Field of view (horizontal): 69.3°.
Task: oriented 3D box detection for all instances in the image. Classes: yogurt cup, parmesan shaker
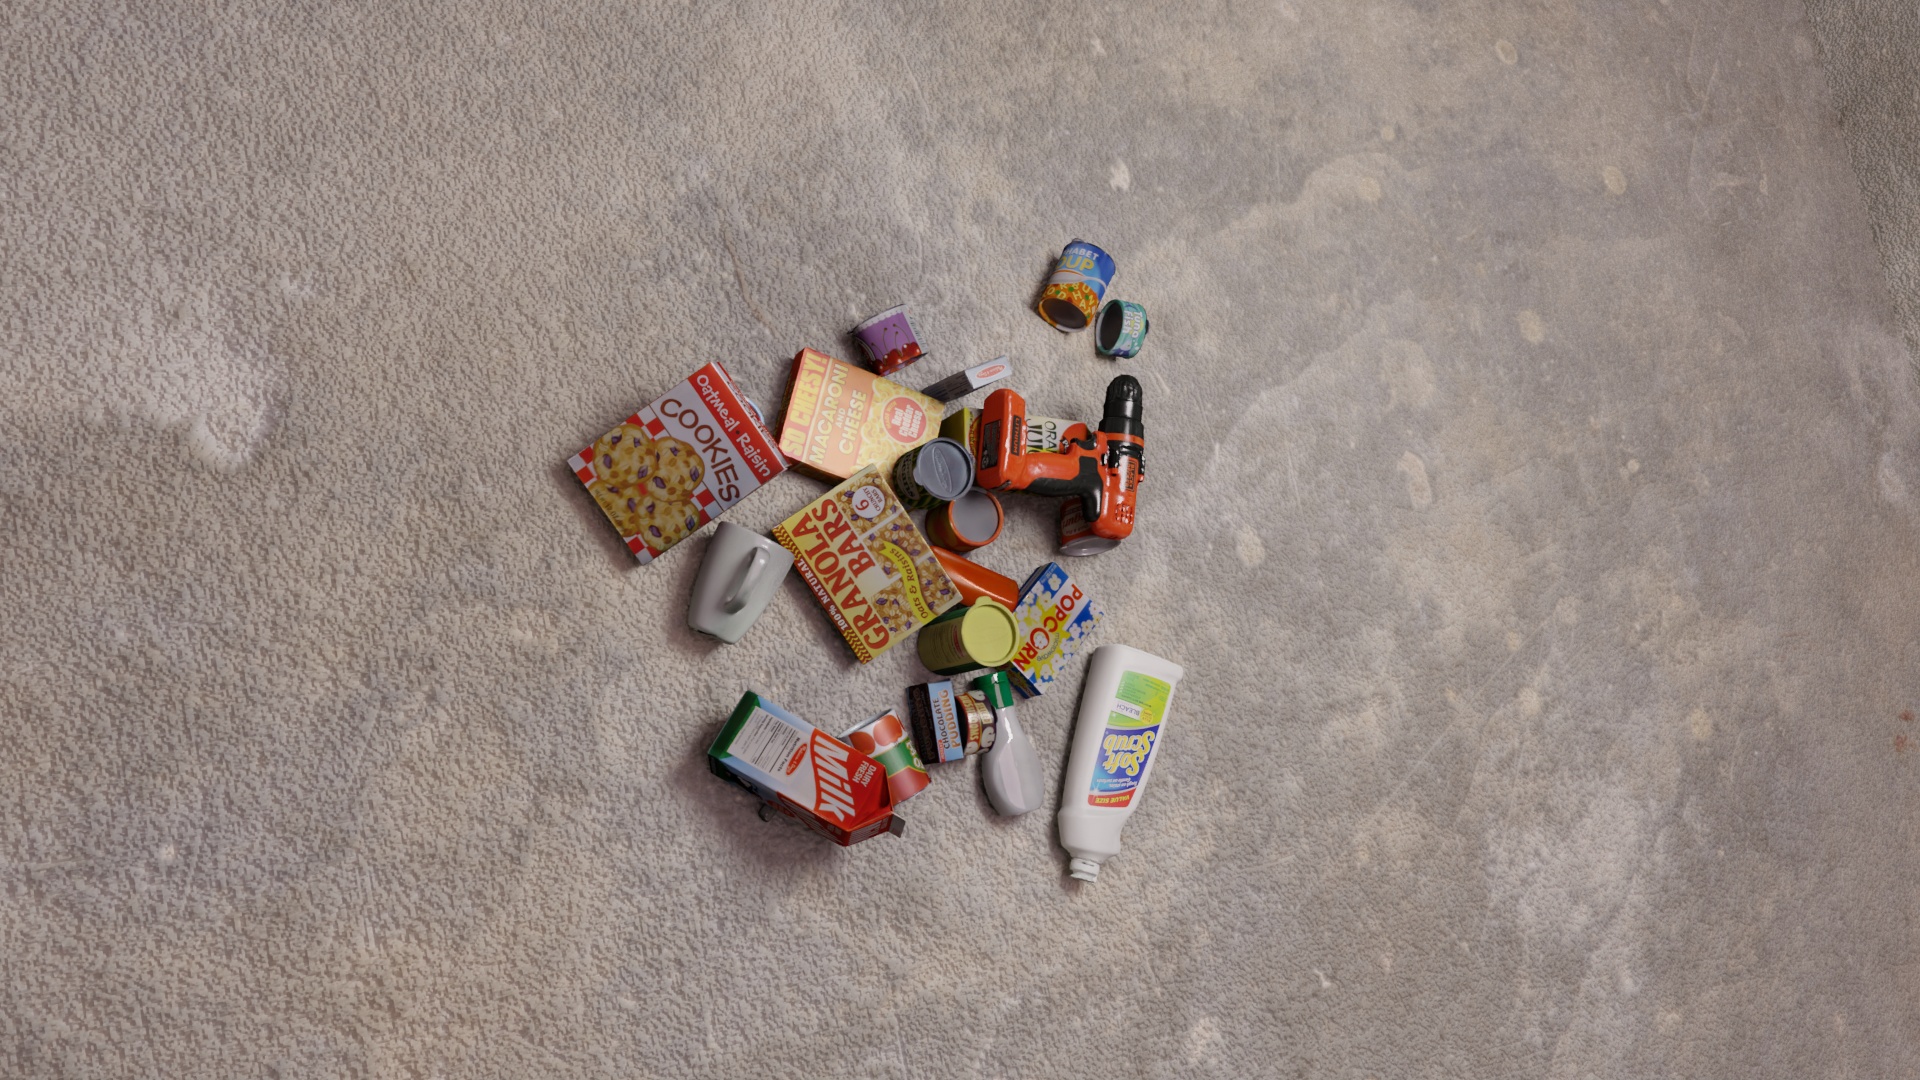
[{"bbox_3d":[0.142,-0.017,1.551,0.072,0.072,0.054,0,71,-28],"label":"yogurt cup"},{"bbox_3d":[0.007,0.099,1.429,0.071,0.103,0.071,6,77,-27],"label":"parmesan shaker"}]

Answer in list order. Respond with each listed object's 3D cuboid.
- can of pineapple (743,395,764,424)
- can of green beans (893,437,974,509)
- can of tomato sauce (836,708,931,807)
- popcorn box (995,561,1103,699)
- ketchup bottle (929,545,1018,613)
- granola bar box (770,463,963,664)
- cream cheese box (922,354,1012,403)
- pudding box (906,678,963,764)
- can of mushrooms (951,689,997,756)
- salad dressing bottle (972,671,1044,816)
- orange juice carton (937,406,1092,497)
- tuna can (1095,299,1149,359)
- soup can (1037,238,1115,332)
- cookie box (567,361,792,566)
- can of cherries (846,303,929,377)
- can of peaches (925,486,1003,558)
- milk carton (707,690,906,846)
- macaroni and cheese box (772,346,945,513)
[{"bbox_3d":[-0.233,-0.106,1.376,0.071,0.057,0.071,6,76,-27],"label":"can of pineapple"},{"bbox_3d":[-0.028,-0.068,1.430,0.071,0.057,0.071,6,78,-28],"label":"can of green beans"},{"bbox_3d":[-0.075,0.217,1.381,0.071,0.071,0.083,-27,91,-30],"label":"can of tomato sauce"},{"bbox_3d":[0.087,0.097,1.509,0.085,0.038,0.127,47,62,-12],"label":"popcorn box"},{"bbox_3d":[-0.012,0.036,1.461,0.149,0.065,0.043,25,109,-13],"label":"ketchup bottle"},{"bbox_3d":[-0.094,0.023,1.404,0.124,0.039,0.165,-34,96,-3],"label":"granola bar box"},{"bbox_3d":[0.006,-0.170,1.490,0.053,0.103,0.024,-23,94,-29],"label":"cream cheese box"},{"bbox_3d":[-0.027,0.186,1.423,0.030,0.049,0.084,-4,82,-30],"label":"pudding box"},{"bbox_3d":[0.009,0.187,1.429,0.033,0.071,0.071,-4,81,-27],"label":"can of mushrooms"},{"bbox_3d":[0.047,0.213,1.460,0.064,0.044,0.147,-8,81,-32],"label":"salad dressing bottle"},{"bbox_3d":[0.073,-0.093,1.525,0.193,0.073,0.072,5,77,-27],"label":"orange juice carton"},{"bbox_3d":[0.189,-0.247,1.622,0.033,0.071,0.071,8,75,-25],"label":"tuna can"},{"bbox_3d":[0.133,-0.294,1.605,0.071,0.071,0.084,33,66,-18],"label":"soup can"},{"bbox_3d":[-0.265,-0.074,1.317,0.167,0.040,0.123,-34,96,4],"label":"cookie box"},{"bbox_3d":[-0.077,-0.211,1.480,0.072,0.071,0.058,-28,93,-30],"label":"can of cherries"},{"bbox_3d":[0.005,-0.019,1.481,0.071,0.058,0.071,7,75,-26],"label":"can of peaches"},{"bbox_3d":[-0.137,0.225,1.306,0.191,0.072,0.074,28,65,6],"label":"milk carton"},{"bbox_3d":[-0.109,-0.114,1.454,0.166,0.040,0.124,20,70,-23],"label":"macaroni and cheese box"}]
